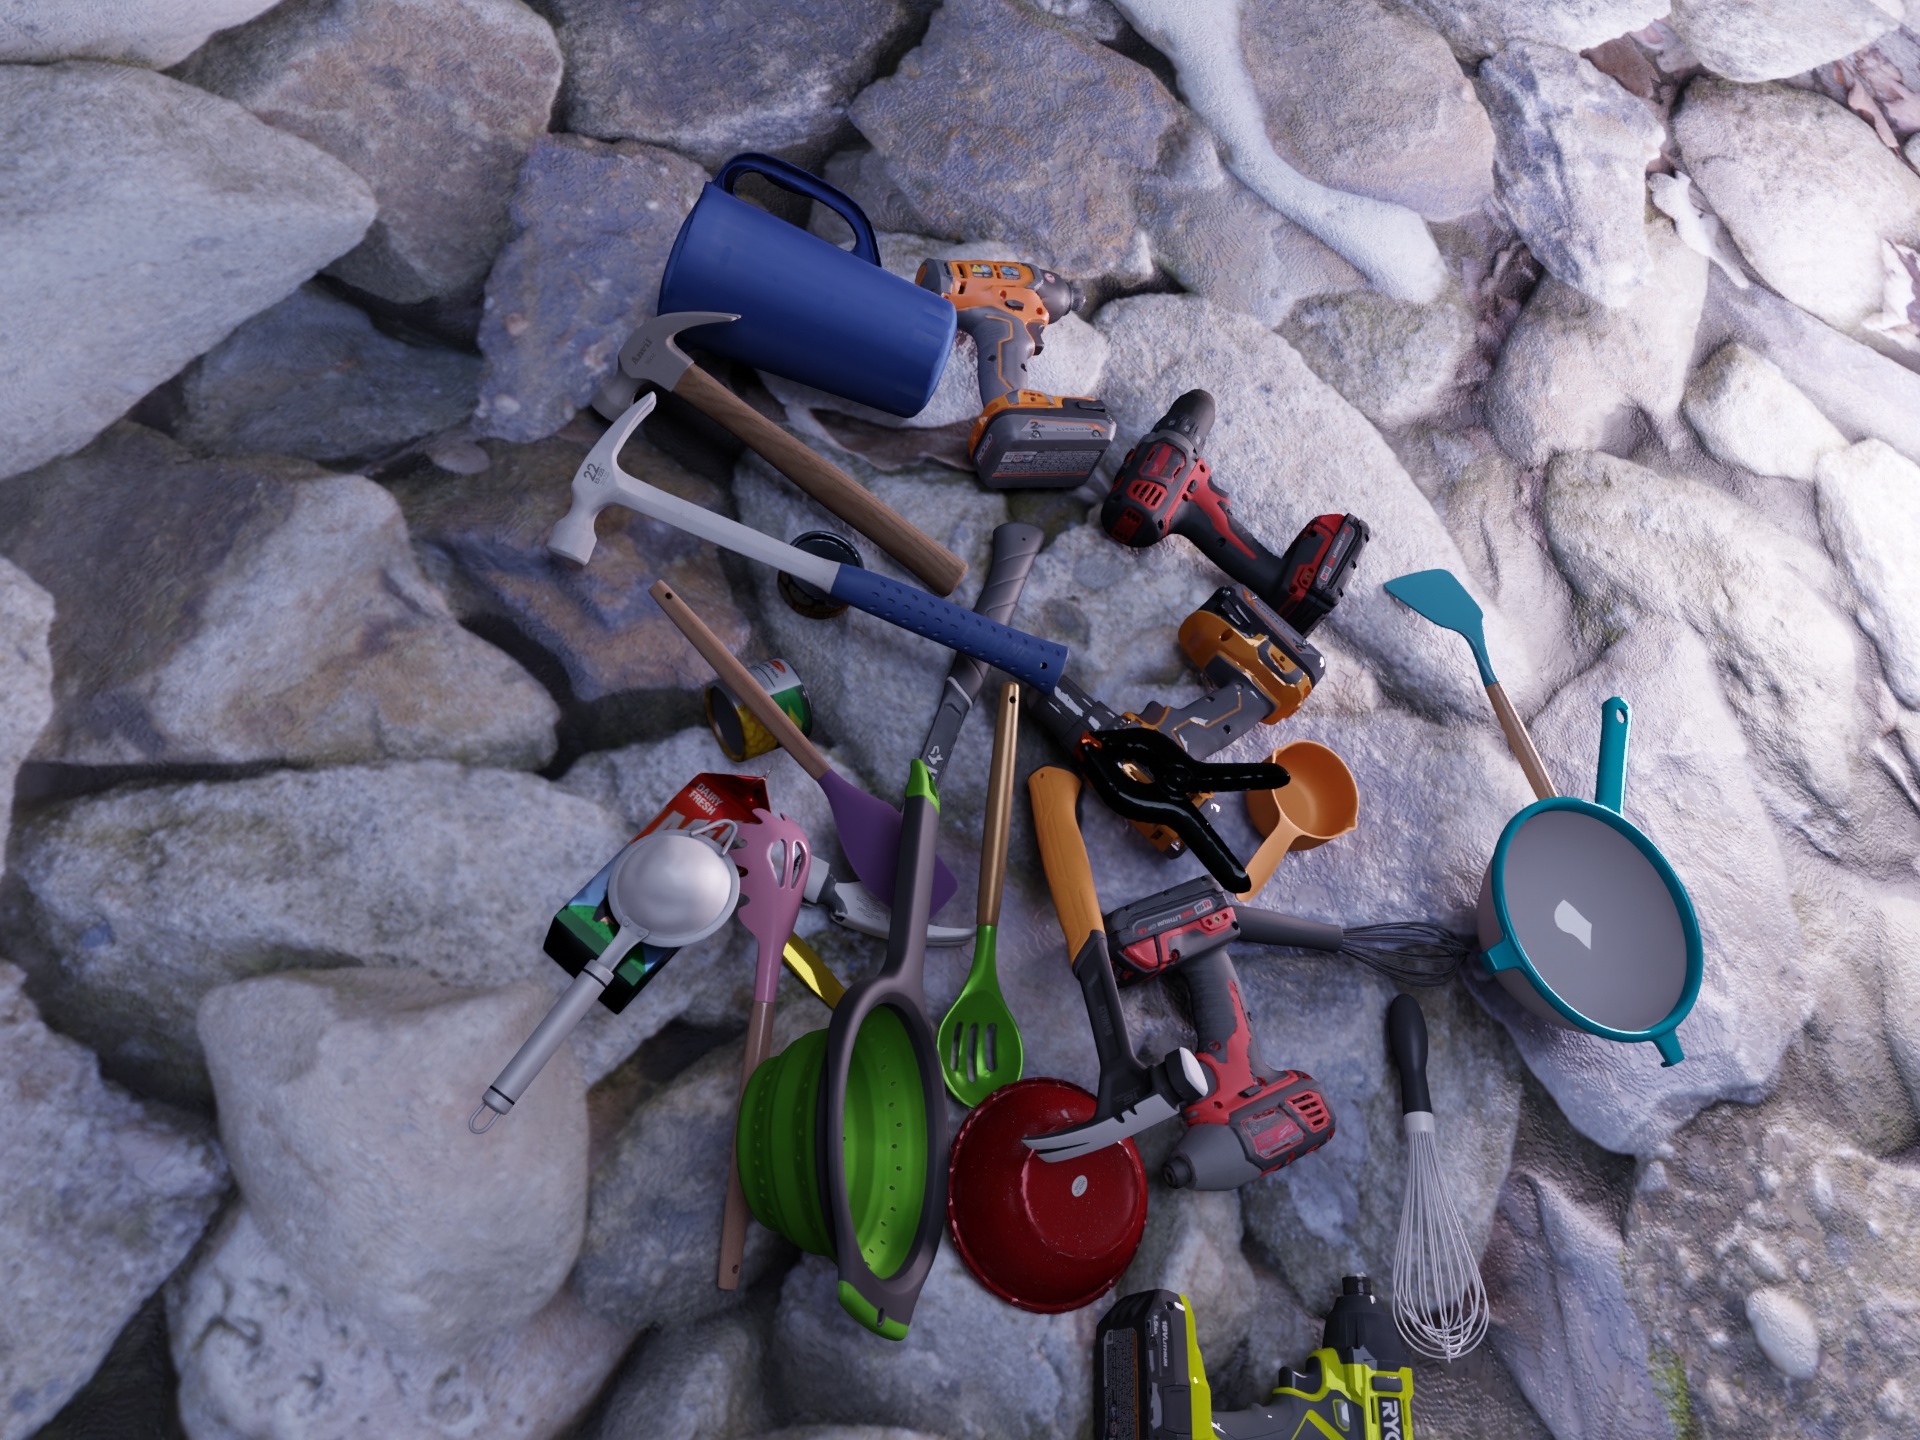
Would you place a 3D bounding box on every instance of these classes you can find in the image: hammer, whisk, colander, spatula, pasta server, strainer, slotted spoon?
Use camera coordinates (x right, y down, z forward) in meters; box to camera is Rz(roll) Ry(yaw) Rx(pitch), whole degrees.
[{"bbox_3d":[-0.132,-0.214,1.305,0.331,0.130,0.031,36,19,-10],"label":"hammer"},{"bbox_3d":[0.304,0.177,1.297,0.239,0.055,0.055,11,61,-11],"label":"whisk"},{"bbox_3d":[-0.075,0.203,1.071,0.094,0.204,0.397,-7,55,18],"label":"colander"},{"bbox_3d":[0.500,-0.006,1.478,0.082,0.044,0.318,-15,75,-27],"label":"spatula"},{"bbox_3d":[-0.106,-0.121,1.244,0.405,0.035,0.144,22,86,-5],"label":"hammer"},{"bbox_3d":[-0.139,0.216,1.071,0.060,0.040,0.316,13,78,-34],"label":"pasta server"},{"bbox_3d":[0.531,0.128,1.379,0.211,0.095,0.341,28,56,-9],"label":"strainer"},{"bbox_3d":[-0.119,0.022,1.158,0.316,0.018,0.060,49,62,-5],"label":"spatula"},{"bbox_3d":[0.083,0.157,1.158,0.034,0.127,0.337,47,21,-36],"label":"hammer"},{"bbox_3d":[0.024,0.126,1.174,0.070,0.031,0.314,9,80,-23],"label":"slotted spoon"},{"bbox_3d":[-0.227,0.156,1.021,0.087,0.050,0.258,31,68,14],"label":"strainer"},{"bbox_3d":[0.357,0.343,1.225,0.070,0.070,0.285,12,56,-15],"label":"whisk"},{"bbox_3d":[-0.002,-0.004,1.276,0.149,0.036,0.409,26,58,-8],"label":"hammer"}]

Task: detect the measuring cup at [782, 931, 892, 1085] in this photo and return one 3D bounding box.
[{"bbox_3d":[-0.084,0.196,1.142,0.156,0.029,0.062,45,58,2],"label":"measuring cup"}]

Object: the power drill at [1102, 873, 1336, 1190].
[{"bbox_3d":[0.178,0.240,1.198,0.143,0.078,0.220,-17,74,-27],"label":"power drill"}]

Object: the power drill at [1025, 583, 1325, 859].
[{"bbox_3d":[0.177,-0.018,1.329,0.185,0.084,0.226,42,62,6],"label":"power drill"}]

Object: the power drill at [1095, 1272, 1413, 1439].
[{"bbox_3d":[0.209,0.464,1.095,0.223,0.080,0.171,12,61,-19],"label":"power drill"}]

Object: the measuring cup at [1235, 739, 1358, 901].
[{"bbox_3d":[0.260,0.093,1.315,0.095,0.052,0.174,43,59,-2],"label":"measuring cup"}]

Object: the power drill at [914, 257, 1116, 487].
[{"bbox_3d":[0.062,-0.323,1.439,0.164,0.084,0.227,-5,62,-24],"label":"power drill"}]

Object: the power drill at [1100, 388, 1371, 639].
[{"bbox_3d":[0.254,-0.194,1.450,0.226,0.080,0.188,32,57,0],"label":"power drill"}]
